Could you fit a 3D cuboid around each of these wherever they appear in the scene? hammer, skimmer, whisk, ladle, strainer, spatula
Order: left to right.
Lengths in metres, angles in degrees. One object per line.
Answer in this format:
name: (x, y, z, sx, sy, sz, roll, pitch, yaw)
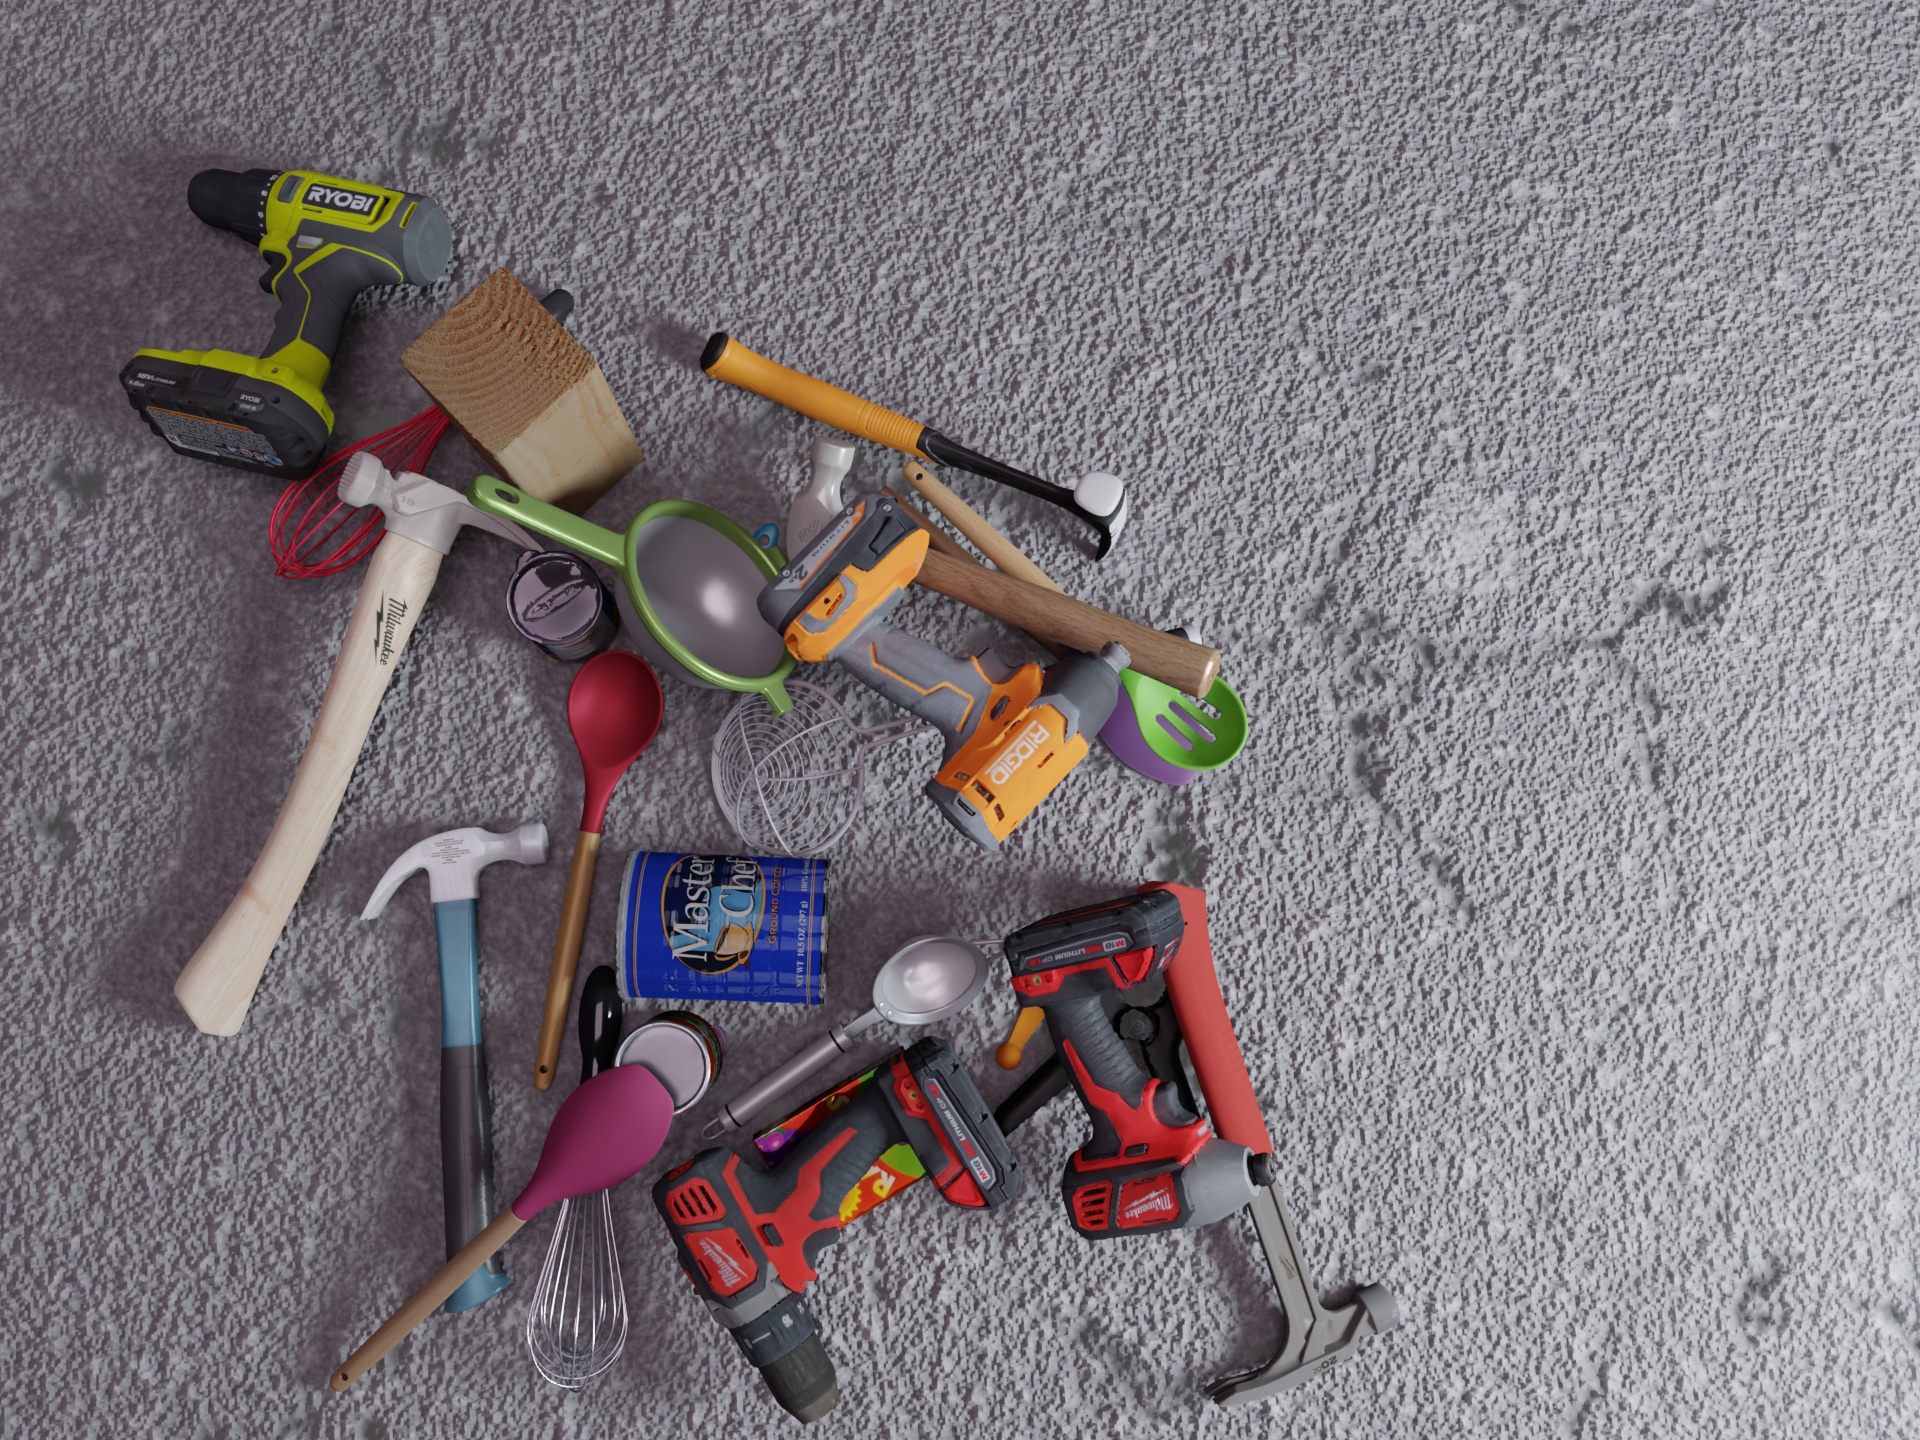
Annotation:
hammer: (-0.433, 0.028, 1.117, 0.146, 0.038, 0.410, 24, 89, -34)
whisk: (-0.388, -0.211, 1.153, 0.073, 0.073, 0.296, 41, 77, 2)
hammer: (-0.347, 0.241, 1.112, 0.128, 0.033, 0.331, -4, 84, -5)
ladle: (-0.269, 0.106, 1.137, 0.069, 0.031, 0.315, 10, 84, 0)
whisk: (-0.258, 0.314, 1.102, 0.070, 0.070, 0.285, 2, 78, -3)
strainer: (-0.226, -0.091, 1.074, 0.256, 0.069, 0.152, 24, 45, -36)
strainer: (-0.079, 0.218, 1.129, 0.258, 0.050, 0.086, -35, 130, -2)
hammer: (-0.036, -0.206, 1.165, 0.337, 0.127, 0.034, 24, 84, 9)
skimmer: (-0.002, -0.004, 1.155, 0.363, 0.090, 0.127, -17, 82, -12)
hammer: (0.023, -0.087, 1.114, 0.331, 0.031, 0.130, 23, 109, 19)
spatula: (0.058, -0.065, 1.182, 0.316, 0.018, 0.060, 42, 85, 1)
hammer: (0.186, 0.286, 1.113, 0.149, 0.037, 0.359, -19, 91, -14)

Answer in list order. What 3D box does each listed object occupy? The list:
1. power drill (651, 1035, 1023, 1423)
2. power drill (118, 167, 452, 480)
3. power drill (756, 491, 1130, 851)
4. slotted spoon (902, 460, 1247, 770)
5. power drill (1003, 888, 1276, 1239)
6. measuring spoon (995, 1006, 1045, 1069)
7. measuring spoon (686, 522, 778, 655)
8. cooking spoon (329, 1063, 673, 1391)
power drill: (-0.069, 0.335, 1.058, 0.226, 0.080, 0.188, -30, 86, -4)
power drill: (-0.492, -0.295, 1.127, 0.190, 0.080, 0.229, 13, 66, 6)
power drill: (-0.006, -0.046, 1.064, 0.226, 0.084, 0.164, 44, 87, 8)
slotted spoon: (0.076, -0.079, 1.127, 0.314, 0.031, 0.070, 43, 89, 8)
power drill: (0.119, 0.232, 1.064, 0.143, 0.078, 0.220, -16, 87, 24)
measuring spoon: (0.059, 0.201, 1.153, 0.021, 0.011, 0.117, 30, 82, 0)
measuring spoon: (-0.169, -0.092, 1.168, 0.042, 0.021, 0.128, 29, 83, 0)
cooking spoon: (-0.312, 0.346, 1.064, 0.319, 0.017, 0.069, -44, 86, 8)
